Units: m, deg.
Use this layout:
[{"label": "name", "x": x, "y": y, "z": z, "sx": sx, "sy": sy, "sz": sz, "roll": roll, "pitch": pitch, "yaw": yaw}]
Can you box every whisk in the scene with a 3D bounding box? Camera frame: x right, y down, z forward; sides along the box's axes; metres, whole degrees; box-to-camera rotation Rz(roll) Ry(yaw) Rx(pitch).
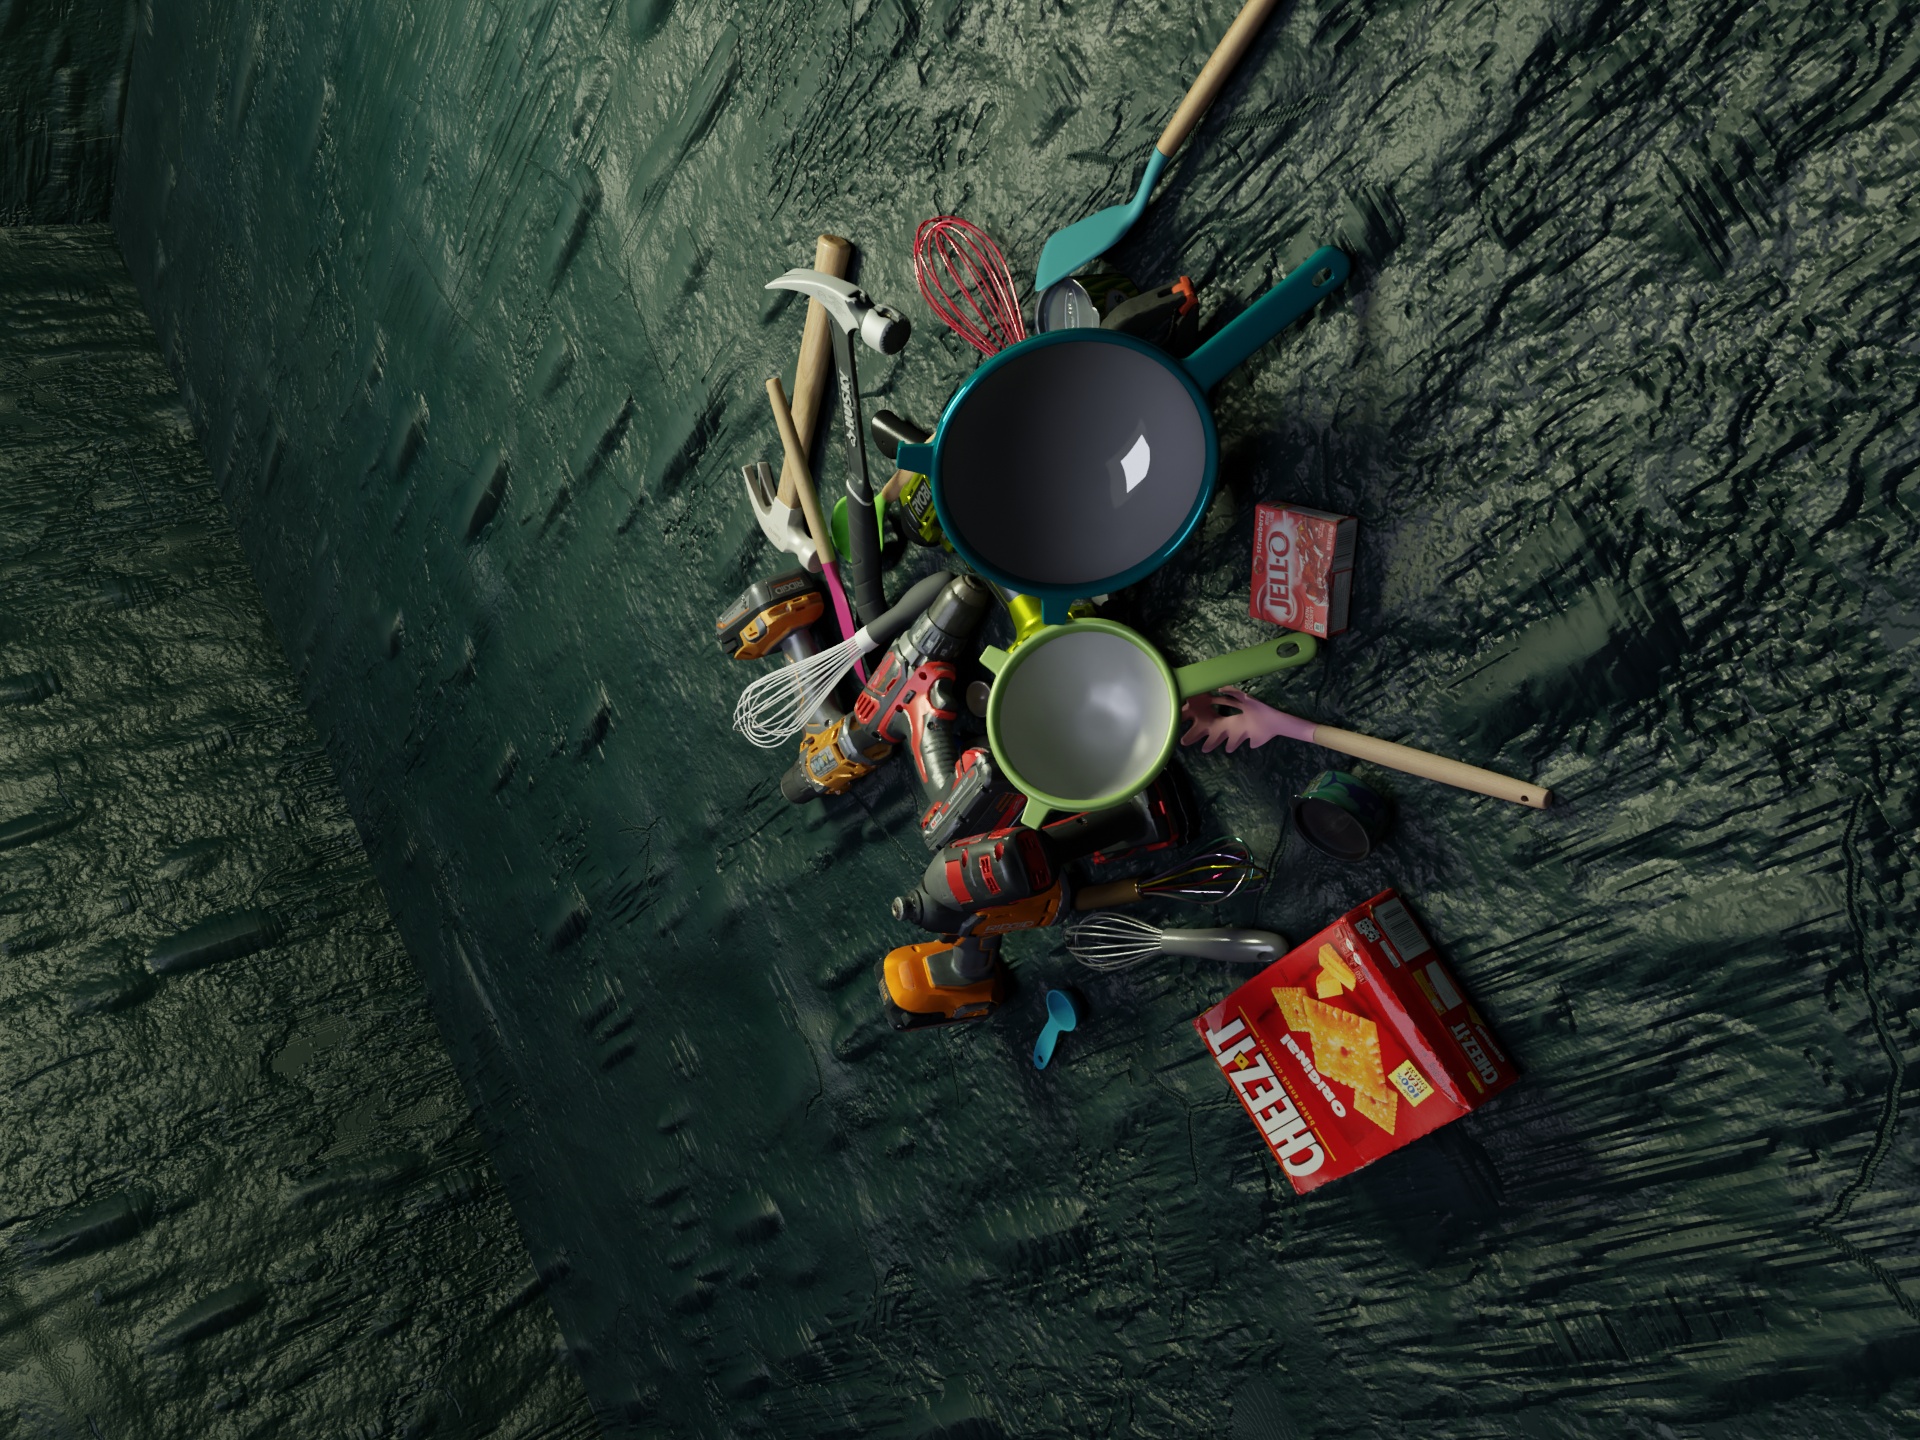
[{"label": "whisk", "x": -0.113, "y": -0.062, "z": 1.543, "sx": 0.284, "sy": 0.070, "sz": 0.070, "roll": -34, "pitch": 76, "yaw": 23}, {"label": "whisk", "x": 0.180, "y": 0.192, "z": 1.361, "sx": 0.239, "sy": 0.055, "sz": 0.055, "roll": -6, "pitch": 99, "yaw": 47}, {"label": "whisk", "x": 0.169, "y": 0.138, "z": 1.356, "sx": 0.245, "sy": 0.047, "sz": 0.051, "roll": -20, "pitch": 89, "yaw": 55}, {"label": "whisk", "x": 0.048, "y": -0.297, "z": 1.321, "sx": 0.296, "sy": 0.073, "sz": 0.073, "roll": 58, "pitch": 140, "yaw": 9}]

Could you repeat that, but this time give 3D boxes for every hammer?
[{"label": "hammer", "x": -0.154, "y": -0.318, "z": 1.579, "sx": 0.130, "sy": 0.031, "sz": 0.331, "roll": 41, "pitch": 132, "yaw": 33}, {"label": "hammer", "x": -0.096, "y": -0.224, "z": 1.435, "sx": 0.149, "sy": 0.036, "sz": 0.408, "roll": 37, "pitch": 151, "yaw": 28}, {"label": "hammer", "x": 0.026, "y": -0.202, "z": 1.381, "sx": 0.335, "sy": 0.035, "sz": 0.146, "roll": 38, "pitch": 151, "yaw": 41}]

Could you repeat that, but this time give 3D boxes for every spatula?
[{"label": "spatula", "x": 0.152, "y": -0.437, "z": 1.147, "sx": 0.044, "sy": 0.082, "sz": 0.317, "roll": 26, "pitch": 134, "yaw": -13}]

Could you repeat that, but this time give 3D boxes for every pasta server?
[{"label": "pasta server", "x": 0.283, "y": 0.020, "z": 1.174, "sx": 0.316, "sy": 0.040, "sz": 0.060, "roll": 19, "pitch": 130, "yaw": 44}]

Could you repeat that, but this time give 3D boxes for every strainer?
[{"label": "strainer", "x": 0.128, "y": -0.239, "z": 1.160, "sx": 0.340, "sy": 0.210, "sz": 0.095, "roll": -37, "pitch": 29, "yaw": 16}, {"label": "strainer", "x": 0.150, "y": -0.015, "z": 1.223, "sx": 0.256, "sy": 0.069, "sz": 0.152, "roll": -17, "pitch": 73, "yaw": 10}]

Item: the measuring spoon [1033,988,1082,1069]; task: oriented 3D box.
[{"label": "measuring spoon", "x": 0.094, "y": 0.298, "z": 1.534, "sx": 0.042, "sy": 0.021, "sz": 0.128, "roll": 49, "pitch": 146, "yaw": 27}]

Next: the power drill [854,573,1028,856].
[{"label": "power drill", "x": -0.002, "y": -0.005, "z": 1.442, "sx": 0.187, "sy": 0.080, "sz": 0.227, "roll": -54, "pitch": 46, "yaw": 28}]

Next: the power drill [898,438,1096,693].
[{"label": "power drill", "x": 0.028, "y": -0.120, "z": 1.345, "sx": 0.223, "sy": 0.080, "sz": 0.171, "roll": 59, "pitch": 159, "yaw": 6}]

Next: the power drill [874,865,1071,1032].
[{"label": "power drill", "x": -0.008, "y": 0.209, "z": 1.492, "sx": 0.226, "sy": 0.164, "sz": 0.084, "roll": 117, "pitch": 142, "yaw": -49}]

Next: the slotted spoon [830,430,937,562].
[{"label": "slotted spoon", "x": -0.055, "y": -0.213, "z": 1.452, "sx": 0.070, "sy": 0.031, "sz": 0.314, "roll": 60, "pitch": 155, "yaw": 1}]

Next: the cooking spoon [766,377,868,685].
[{"label": "cooking spoon", "x": -0.138, "y": -0.182, "z": 1.574, "sx": 0.069, "sy": 0.017, "sz": 0.318, "roll": -106, "pitch": 0, "yaw": -77}]

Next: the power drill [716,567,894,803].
[{"label": "power drill", "x": -0.173, "y": -0.025, "z": 1.682, "sx": 0.185, "sy": 0.084, "sz": 0.226, "roll": -34, "pitch": 82, "yaw": 52}]

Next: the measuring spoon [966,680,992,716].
[{"label": "measuring spoon", "x": 0.056, "y": -0.004, "z": 1.464, "sx": 0.124, "sy": 0.018, "sz": 0.034, "roll": 28, "pitch": 118, "yaw": 34}]

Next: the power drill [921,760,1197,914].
[{"label": "power drill", "x": 0.076, "y": 0.101, "z": 1.308, "sx": 0.143, "sy": 0.219, "sz": 0.078, "roll": -21, "pitch": 88, "yaw": 52}]
